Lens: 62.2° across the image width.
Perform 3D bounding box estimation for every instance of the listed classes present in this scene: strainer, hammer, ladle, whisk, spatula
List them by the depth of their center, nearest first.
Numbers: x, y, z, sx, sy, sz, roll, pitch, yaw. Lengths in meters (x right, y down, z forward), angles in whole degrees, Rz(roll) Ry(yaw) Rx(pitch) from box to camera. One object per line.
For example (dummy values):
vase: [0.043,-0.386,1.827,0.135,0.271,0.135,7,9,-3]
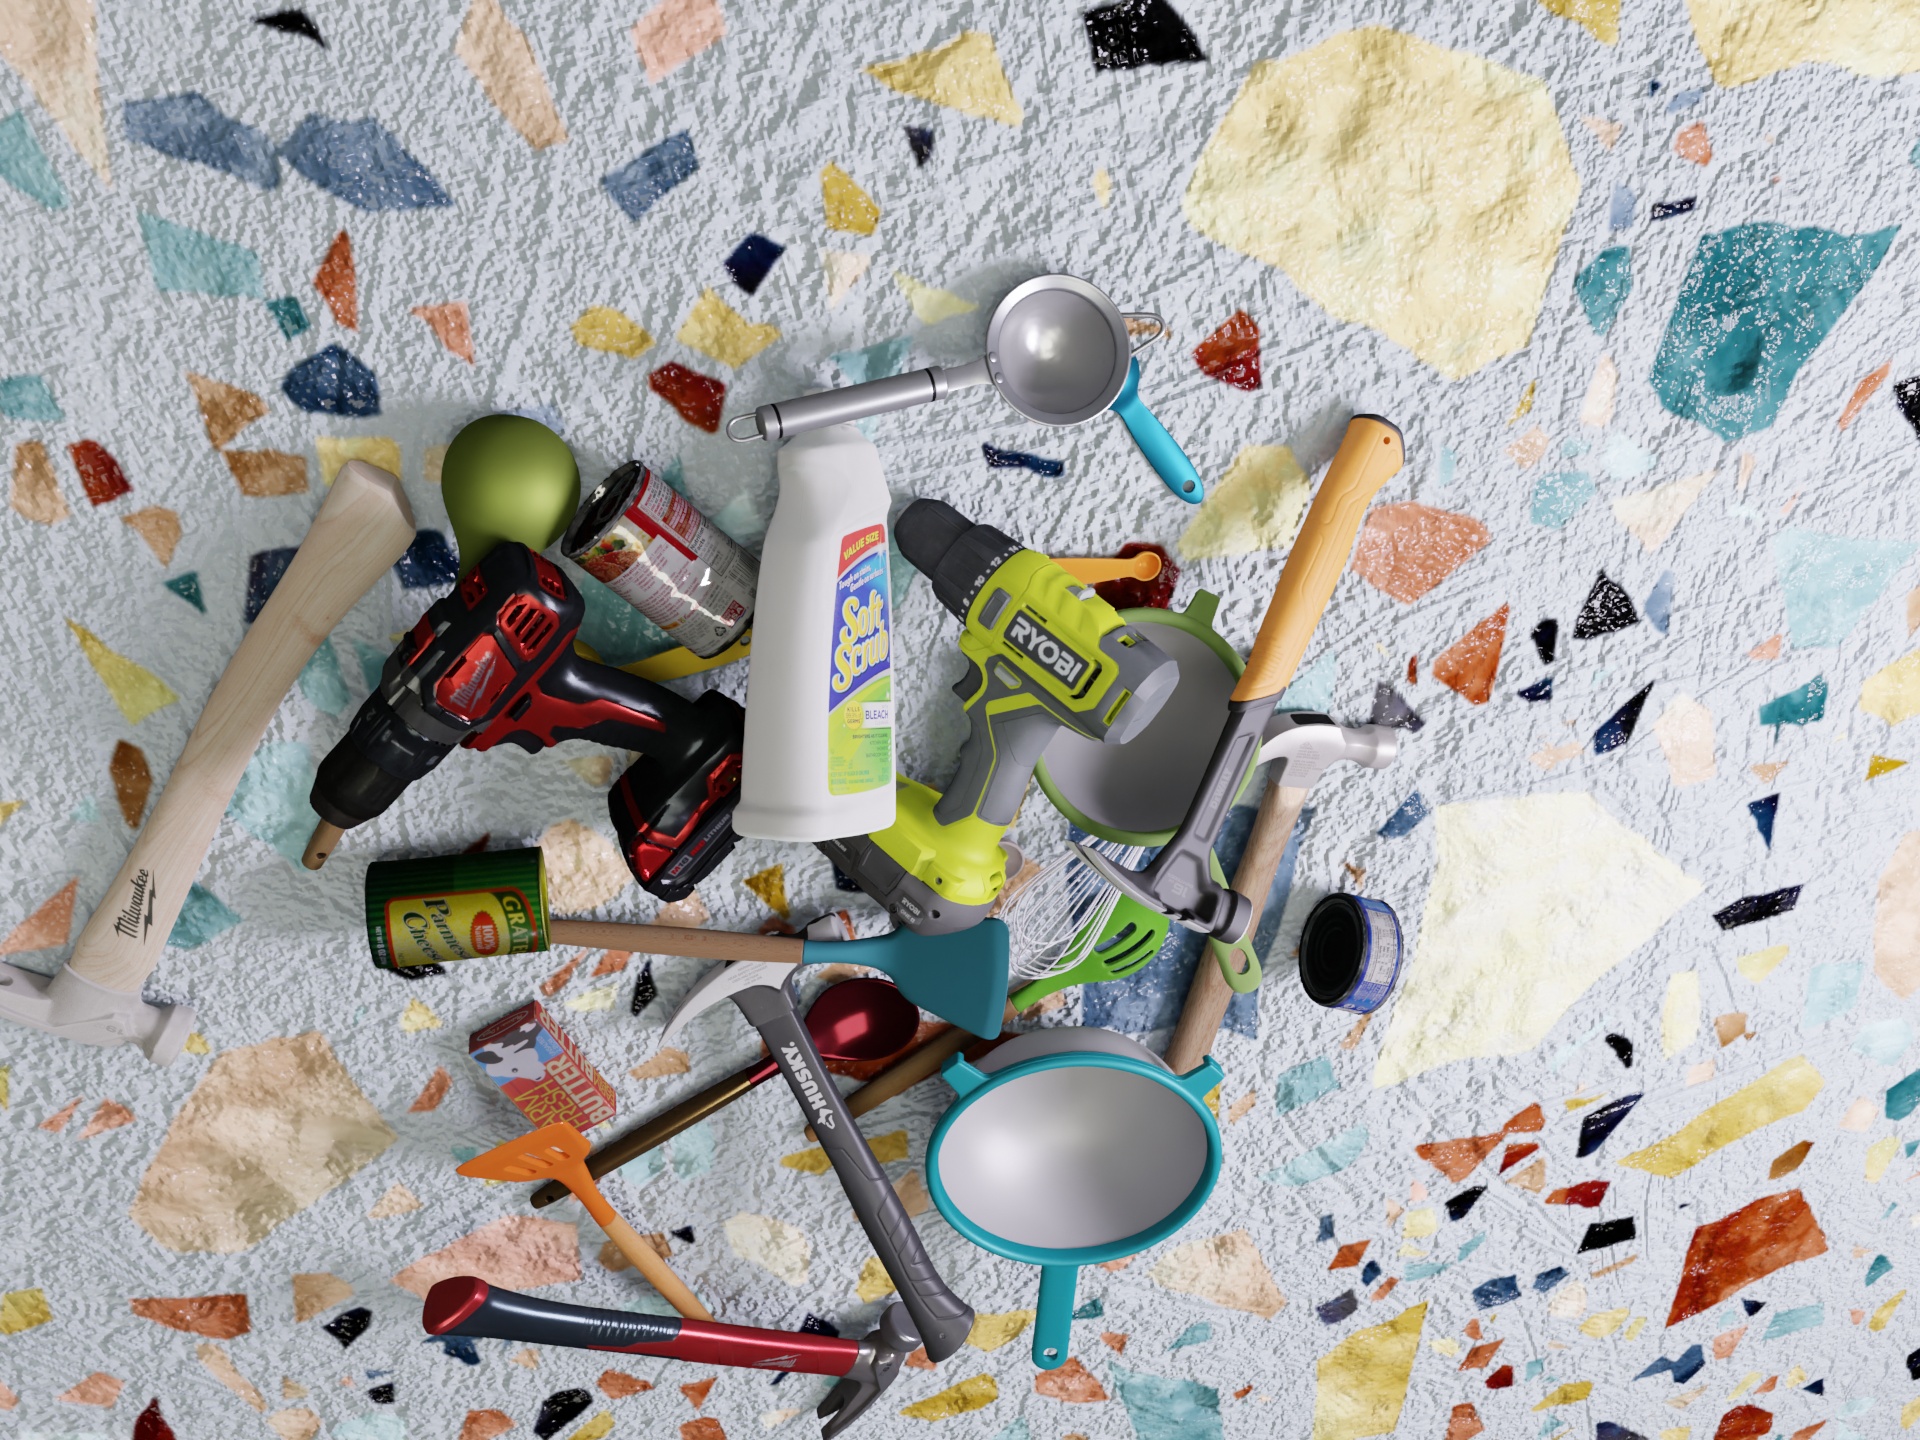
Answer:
strainer: [-0.008,-0.191,0.889,0.258,0.050,0.087,-17,96,-18]
hammer: [-0.441,0.023,0.916,0.146,0.038,0.410,28,107,-25]
ladle: [-0.314,-0.037,0.919,0.078,0.062,0.320,15,121,-41]
hammer: [0.184,-0.039,0.971,0.127,0.034,0.337,28,83,-24]
strainer: [0.133,0.053,1.026,0.151,0.069,0.256,-23,93,-5]
spatula: [-0.128,0.149,1.026,0.317,0.044,0.082,5,104,-2]
whisk: [0.124,0.066,1.079,0.070,0.070,0.284,35,100,-28]
hammer: [-0.081,0.304,1.103,0.146,0.035,0.334,-25,102,5]
ladle: [-0.170,0.267,1.125,0.315,0.031,0.069,-30,109,5]
spatula: [-0.243,0.377,1.142,0.081,0.041,0.322,-24,127,3]
hammer: [0.200,0.142,1.151,0.130,0.031,0.331,7,116,-18]
hammer: [-0.216,0.470,1.185,0.386,0.038,0.143,22,116,-32]
strainer: [0.076,0.347,1.195,0.211,0.095,0.340,1,123,-3]

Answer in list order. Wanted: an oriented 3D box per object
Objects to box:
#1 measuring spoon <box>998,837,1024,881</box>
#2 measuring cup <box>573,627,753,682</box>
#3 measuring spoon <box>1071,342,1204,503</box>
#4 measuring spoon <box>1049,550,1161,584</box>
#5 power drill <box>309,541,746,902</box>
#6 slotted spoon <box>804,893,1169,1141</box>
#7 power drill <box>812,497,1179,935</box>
measuring spoon: [0.004,0.127,1.105,0.034,0.018,0.124,22,117,-20]
measuring cup: [-0.193,-0.037,0.960,0.156,0.029,0.062,-17,131,-19]
measuring spoon: [0.114,-0.175,0.961,0.042,0.021,0.128,-39,119,8]
measuring spoon: [0.069,-0.095,1.003,0.117,0.011,0.021,-5,120,-8]
power drill: [-0.233,0.021,0.910,0.188,0.080,0.226,-46,131,10]
slotted spoon: [0.019,0.220,1.150,0.314,0.031,0.070,-33,123,6]
power drill: [-0.002,-0.003,0.961,0.191,0.080,0.228,40,115,16]
